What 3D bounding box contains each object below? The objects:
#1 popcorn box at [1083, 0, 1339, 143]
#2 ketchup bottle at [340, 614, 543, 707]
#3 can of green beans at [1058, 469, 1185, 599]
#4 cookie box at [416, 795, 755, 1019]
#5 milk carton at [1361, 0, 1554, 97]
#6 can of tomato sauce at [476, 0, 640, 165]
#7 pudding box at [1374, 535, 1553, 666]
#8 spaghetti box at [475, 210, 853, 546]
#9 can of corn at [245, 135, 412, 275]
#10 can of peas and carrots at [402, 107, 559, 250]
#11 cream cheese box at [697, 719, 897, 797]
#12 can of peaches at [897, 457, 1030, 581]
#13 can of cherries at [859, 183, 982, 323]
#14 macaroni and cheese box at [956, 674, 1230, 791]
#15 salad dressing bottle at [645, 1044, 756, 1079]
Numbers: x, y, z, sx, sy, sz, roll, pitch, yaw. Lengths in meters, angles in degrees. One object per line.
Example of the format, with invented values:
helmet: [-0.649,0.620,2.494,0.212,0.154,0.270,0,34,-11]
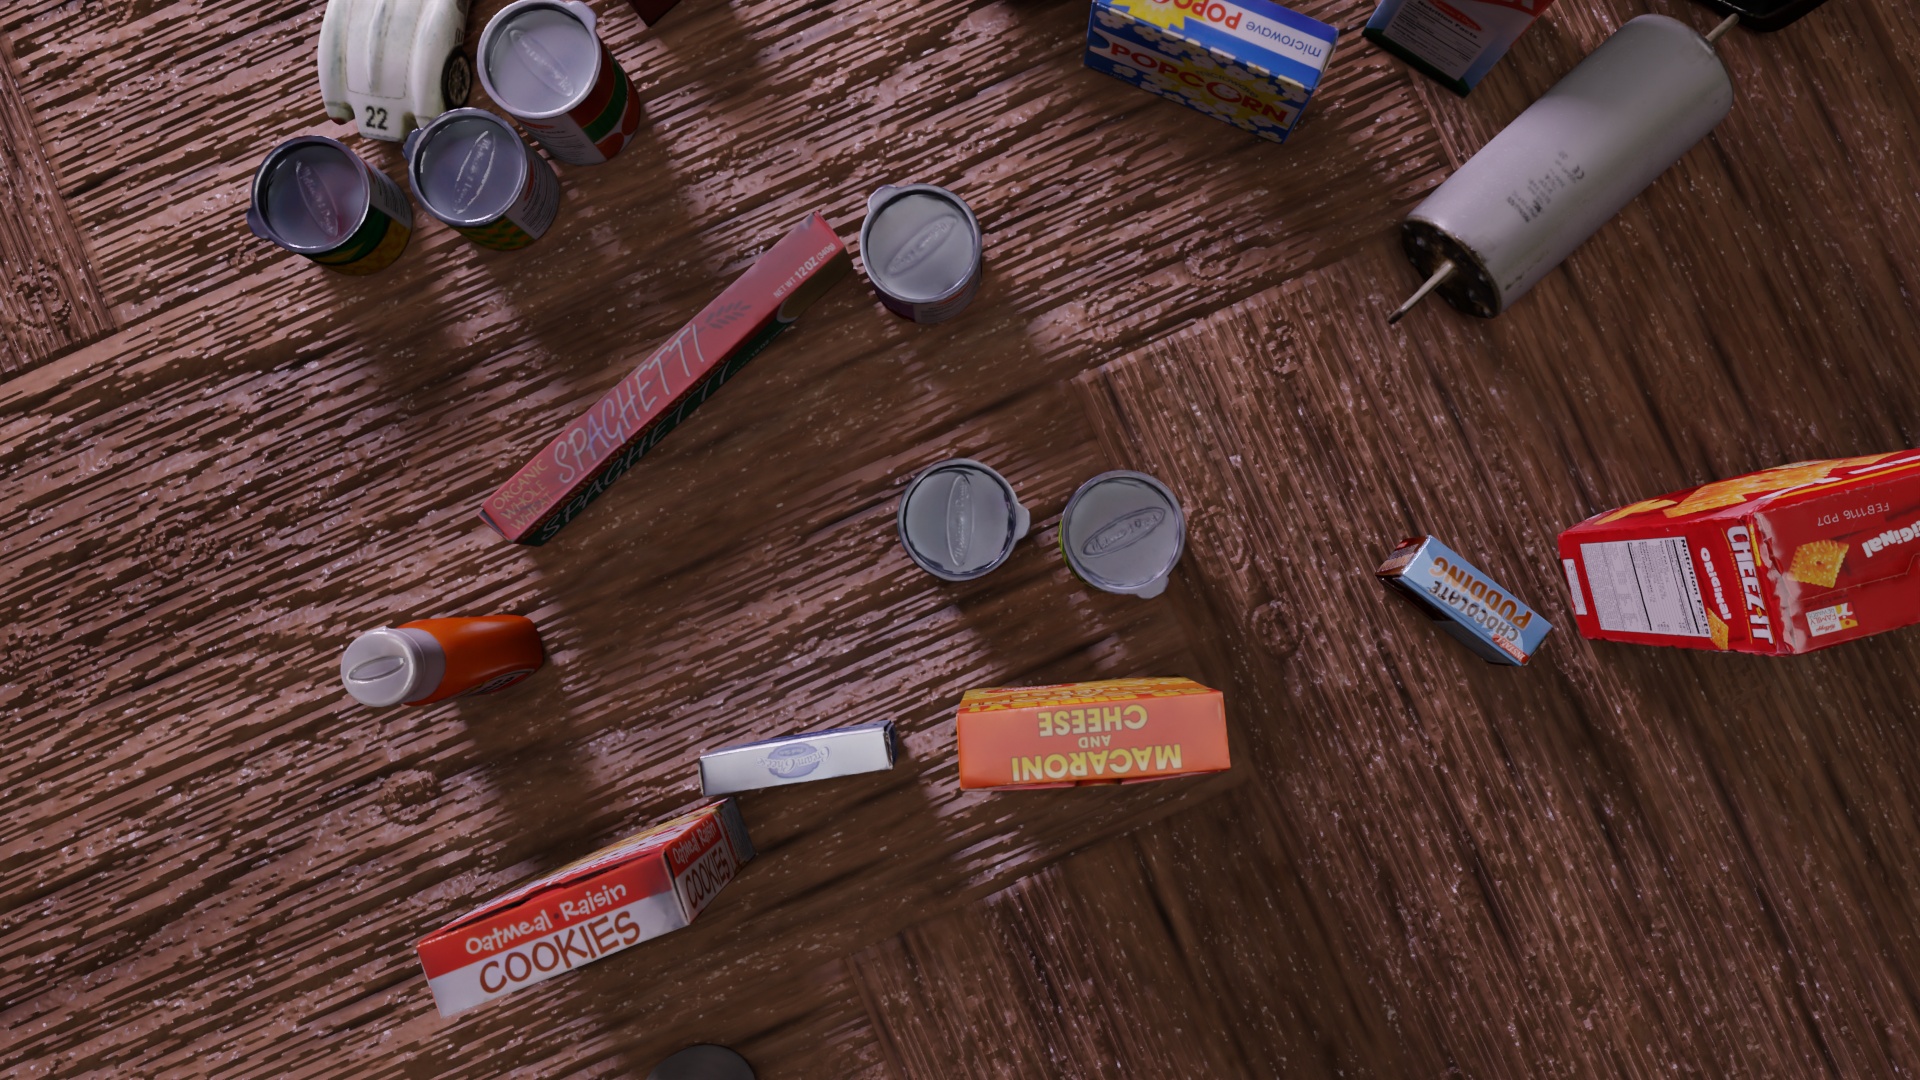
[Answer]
popcorn box: [0.135,-0.270,0.763,0.127,0.085,0.038,23,88,3]
ketchup bottle: [-0.272,0.063,0.725,0.065,0.149,0.043,-17,87,1]
can of green beans: [0.087,-0.003,0.764,0.071,0.058,0.071,0,87,2]
cookie box: [-0.182,0.180,0.707,0.123,0.167,0.040,-22,87,1]
milk carton: [0.277,-0.306,0.708,0.073,0.190,0.072,33,89,3]
can of tomato sauce: [-0.220,-0.255,0.774,0.071,0.083,0.071,0,87,2]
pudding box: [0.274,0.033,0.760,0.084,0.049,0.030,37,89,3]
spaghetti box: [-0.162,-0.088,0.780,0.250,0.050,0.029,-42,87,-1]
can of corn: [-0.357,-0.187,0.787,0.071,0.058,0.071,0,87,2]
can of peas and carrots: [-0.270,-0.203,0.785,0.071,0.058,0.071,0,87,2]
cream cheese box: [-0.087,0.119,0.765,0.104,0.053,0.024,-9,87,1]
can of peaches: [0.003,-0.010,0.767,0.071,0.058,0.071,0,87,2]
can of cherries: [-0.022,-0.161,0.775,0.071,0.058,0.071,0,87,2]
macaroni and cheese box: [0.063,0.095,0.705,0.124,0.166,0.040,-5,87,2]
salad dressing bottle: [-0.142,0.303,0.709,0.064,0.147,0.044,17,88,3]
